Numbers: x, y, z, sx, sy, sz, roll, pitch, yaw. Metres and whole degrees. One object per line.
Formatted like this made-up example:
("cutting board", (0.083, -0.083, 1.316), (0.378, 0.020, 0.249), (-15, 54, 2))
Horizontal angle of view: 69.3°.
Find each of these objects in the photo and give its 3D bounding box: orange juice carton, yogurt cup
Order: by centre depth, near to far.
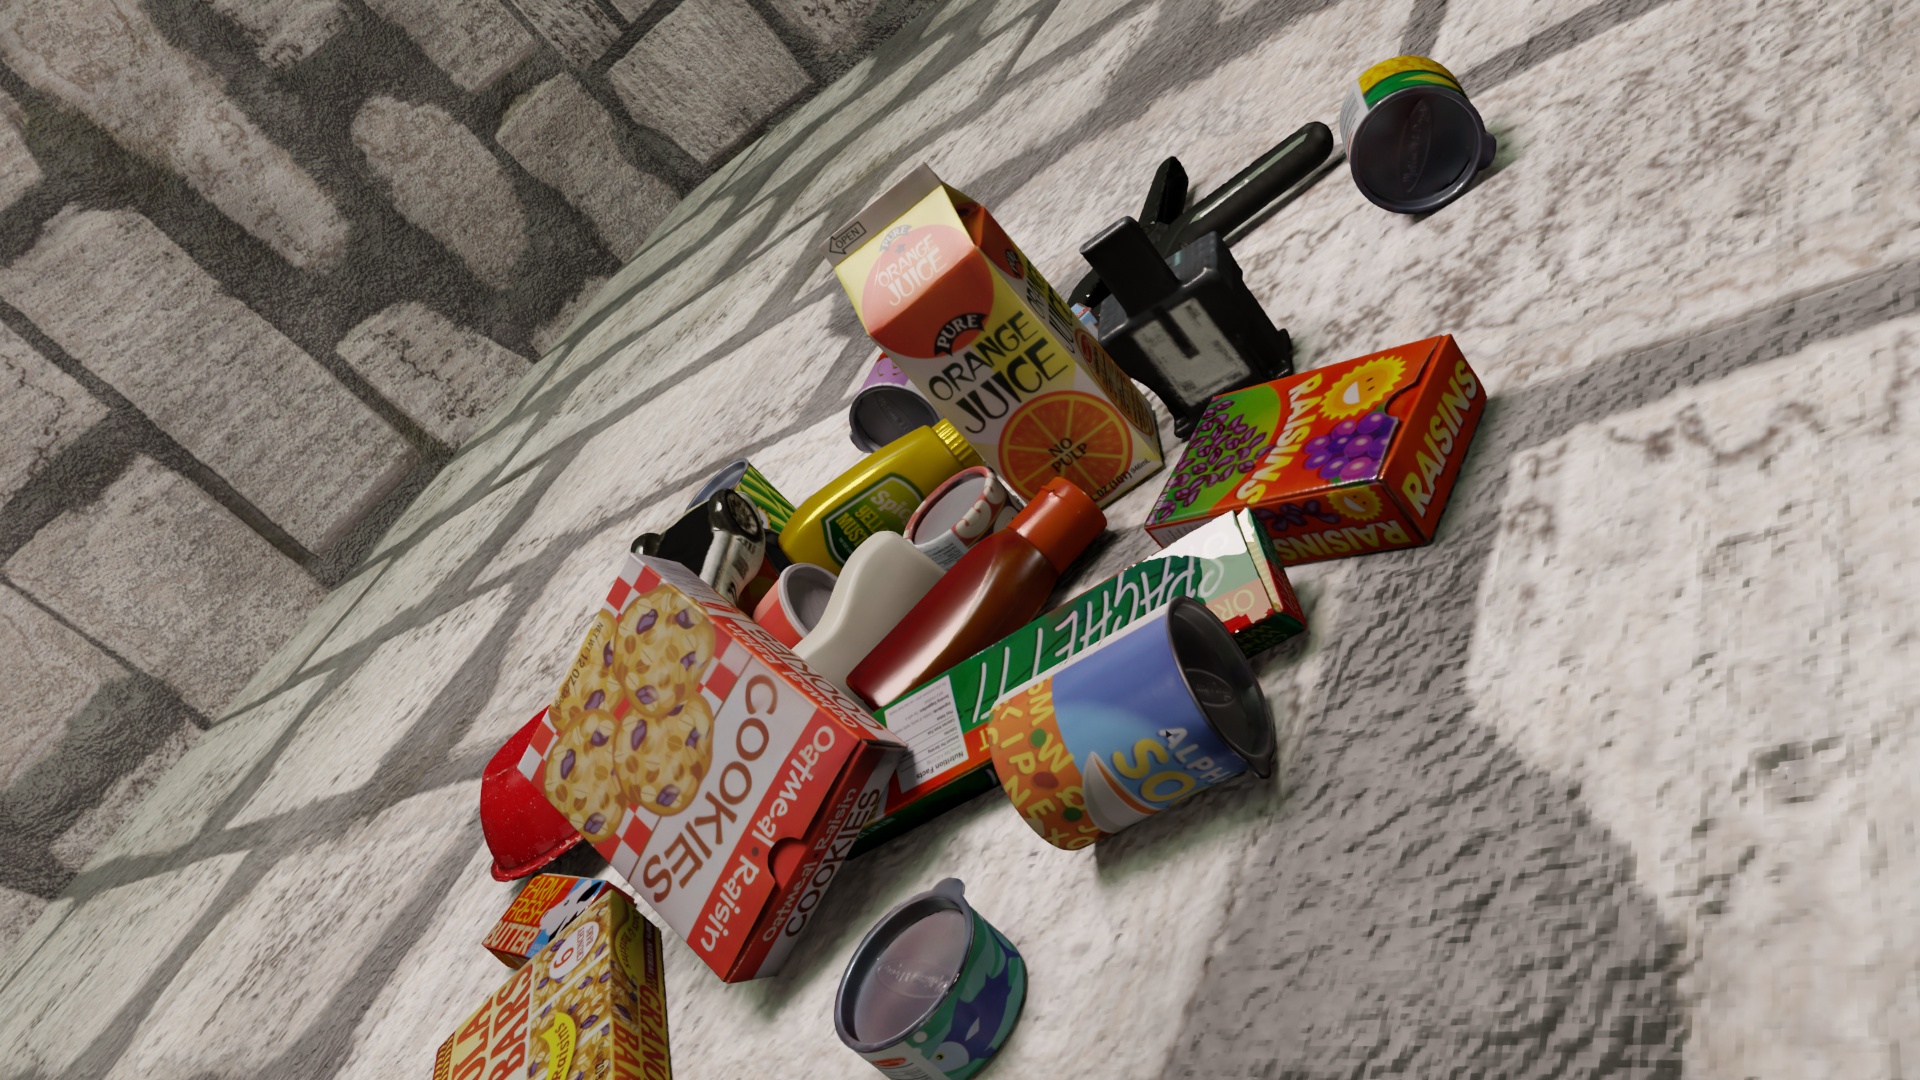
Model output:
("orange juice carton", (0.017, -0.101, 0.716), (0.071, 0.192, 0.073), (-36, 23, 20))
("yogurt cup", (-0.091, 0.055, 0.791), (0.053, 0.072, 0.073), (-42, 21, 26))

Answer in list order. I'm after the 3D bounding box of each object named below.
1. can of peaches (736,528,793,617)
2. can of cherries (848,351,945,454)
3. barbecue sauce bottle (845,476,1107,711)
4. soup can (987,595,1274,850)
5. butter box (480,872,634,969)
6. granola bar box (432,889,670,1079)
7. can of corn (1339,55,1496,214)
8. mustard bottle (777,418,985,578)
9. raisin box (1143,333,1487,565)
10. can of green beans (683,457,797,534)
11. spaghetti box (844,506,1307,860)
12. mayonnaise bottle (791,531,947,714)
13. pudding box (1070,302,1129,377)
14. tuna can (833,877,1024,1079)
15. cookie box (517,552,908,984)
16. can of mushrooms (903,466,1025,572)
("can of peaches", (-0.125, 0.034, 0.872), (0.058, 0.071, 0.071), (-40, 23, 11))
("can of cherries", (-0.039, -0.095, 0.960), (0.071, 0.071, 0.059), (-26, 28, 35))
("barbecue sauce bottle", (0.010, 0.032, 0.688), (0.149, 0.043, 0.065), (-46, 23, -9))
("soup can", (0.063, 0.071, 0.509), (0.083, 0.071, 0.072), (-33, 25, 26))
("butter box", (-0.227, 0.216, 0.780), (0.103, 0.024, 0.053), (-13, 37, 50))
("granola bar box", (-0.192, 0.254, 0.638), (0.124, 0.039, 0.166), (-43, 22, 1))
("can of corn", (0.235, -0.211, 0.719), (0.071, 0.071, 0.058), (-32, 25, 26))
("mustard bottle", (-0.035, -0.030, 0.849), (0.160, 0.065, 0.049), (-40, 18, -2))
("raisin box", (0.147, -0.033, 0.584), (0.123, 0.040, 0.086), (-12, 37, 50))
("can of green beans", (-0.165, -0.019, 1.044), (0.071, 0.057, 0.071), (-35, 24, 18))
("spaghetti box", (0.028, 0.067, 0.590), (0.249, 0.028, 0.050), (-31, 56, 26))
("mayonnaise bottle", (-0.062, 0.069, 0.723), (0.148, 0.064, 0.041), (-53, 16, -14))
("pudding box", (0.057, -0.095, 0.825), (0.083, 0.049, 0.030), (-43, 21, 2))
("tuna can", (-0.010, 0.162, 0.507), (0.071, 0.032, 0.071), (-35, 24, 18))
("cookie box", (-0.119, 0.099, 0.634), (0.168, 0.040, 0.122), (34, 98, 32))
("can of mushrooms", (0.003, -0.010, 0.787), (0.071, 0.033, 0.071), (-36, 23, 19))
